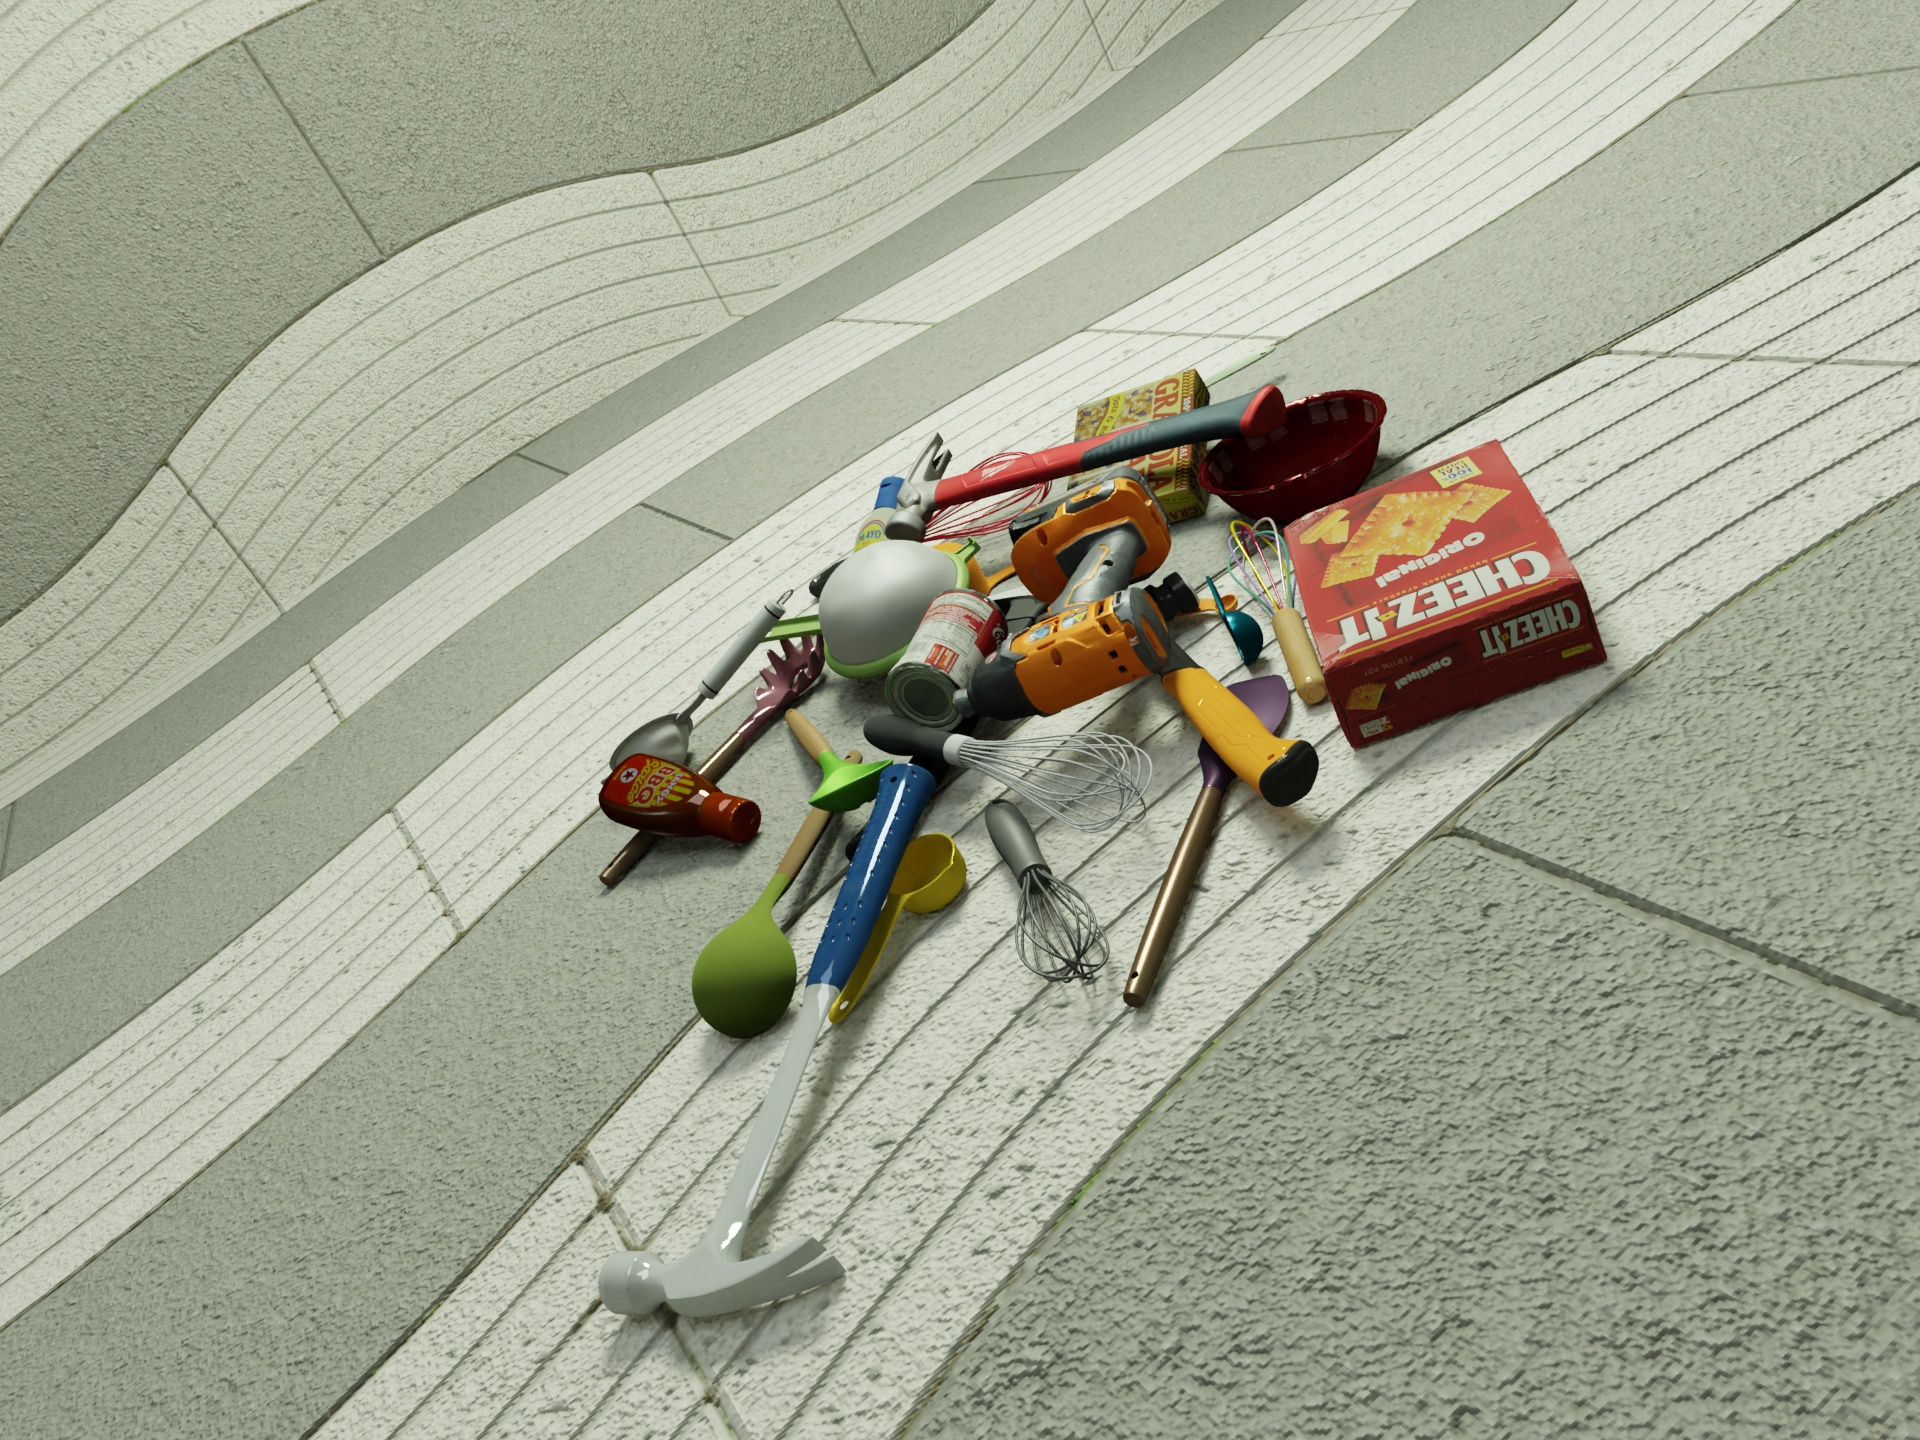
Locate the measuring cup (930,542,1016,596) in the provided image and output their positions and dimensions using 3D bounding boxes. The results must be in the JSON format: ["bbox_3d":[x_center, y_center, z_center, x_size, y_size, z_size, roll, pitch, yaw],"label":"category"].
[{"bbox_3d":[0.014,-0.146,1.468,0.173,0.052,0.095,-30,26,4],"label":"measuring cup"}]

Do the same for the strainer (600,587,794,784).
[{"bbox_3d":[-0.232,-0.021,1.434,0.050,0.086,0.258,46,102,22],"label":"strainer"}]

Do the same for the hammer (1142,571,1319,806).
[{"bbox_3d":[0.156,-0.017,1.095,0.127,0.034,0.337,-34,23,2],"label":"hammer"}]

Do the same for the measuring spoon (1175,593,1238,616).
[{"bbox_3d":[0.173,-0.086,1.260,0.117,0.011,0.021,-4,45,47],"label":"measuring spoon"}]

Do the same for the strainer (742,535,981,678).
[{"bbox_3d":[-0.113,-0.108,1.416,0.256,0.069,0.152,-6,45,37],"label":"strainer"}]

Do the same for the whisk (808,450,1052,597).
[{"bbox_3d":[-0.032,-0.192,1.595,0.296,0.073,0.073,-25,26,23],"label":"whisk"}]

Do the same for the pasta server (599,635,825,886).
[{"bbox_3d":[-0.216,0.027,1.410,0.060,0.040,0.316,4,43,41],"label":"pasta server"}]

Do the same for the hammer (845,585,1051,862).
[{"bbox_3d":[-0.002,-0.004,1.259,0.146,0.035,0.335,-7,35,37],"label":"hammer"}]

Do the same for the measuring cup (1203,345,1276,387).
[{"bbox_3d":[0.244,-0.311,1.551,0.167,0.038,0.083,-32,27,-9],"label":"measuring cup"}]

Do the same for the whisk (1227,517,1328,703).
[{"bbox_3d":[0.231,-0.085,1.165,0.051,0.047,0.245,-23,31,14],"label":"whisk"}]

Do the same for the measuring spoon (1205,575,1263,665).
[{"bbox_3d":[0.204,-0.082,1.181,0.021,0.042,0.129,-23,27,9],"label":"measuring spoon"}]

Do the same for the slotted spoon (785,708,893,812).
[{"bbox_3d":[-0.110,0.026,1.281,0.070,0.031,0.314,-27,17,-9],"label":"slotted spoon"}]

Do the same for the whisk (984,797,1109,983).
[{"bbox_3d":[0.045,0.102,1.019,0.055,0.055,0.239,-29,22,1],"label":"whisk"}]

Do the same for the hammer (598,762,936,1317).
[{"bbox_3d":[-0.084,0.177,0.984,0.144,0.035,0.406,-12,37,30],"label":"hammer"}]

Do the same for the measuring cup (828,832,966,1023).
[{"bbox_3d":[-0.043,0.143,1.062,0.062,0.029,0.157,-3,45,41],"label":"measuring cup"}]

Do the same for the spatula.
[{"bbox_3d":[0.155,0.063,1.006,0.060,0.018,0.316,-11,31,34],"label":"spatula"}]

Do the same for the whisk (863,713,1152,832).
[{"bbox_3d":[0.021,0.028,1.115,0.285,0.070,0.070,12,48,48],"label":"whisk"}]

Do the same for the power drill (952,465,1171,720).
[{"bbox_3d":[0.077,-0.087,1.190,0.164,0.084,0.227,-23,30,24],"label":"power drill"}]

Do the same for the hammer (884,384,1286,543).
[{"bbox_3d":[0.110,-0.247,1.430,0.386,0.038,0.143,-10,42,34],"label":"hammer"}]

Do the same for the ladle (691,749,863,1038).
[{"bbox_3d":[-0.117,0.114,1.173,0.078,0.062,0.320,-19,22,23],"label":"ladle"}]
